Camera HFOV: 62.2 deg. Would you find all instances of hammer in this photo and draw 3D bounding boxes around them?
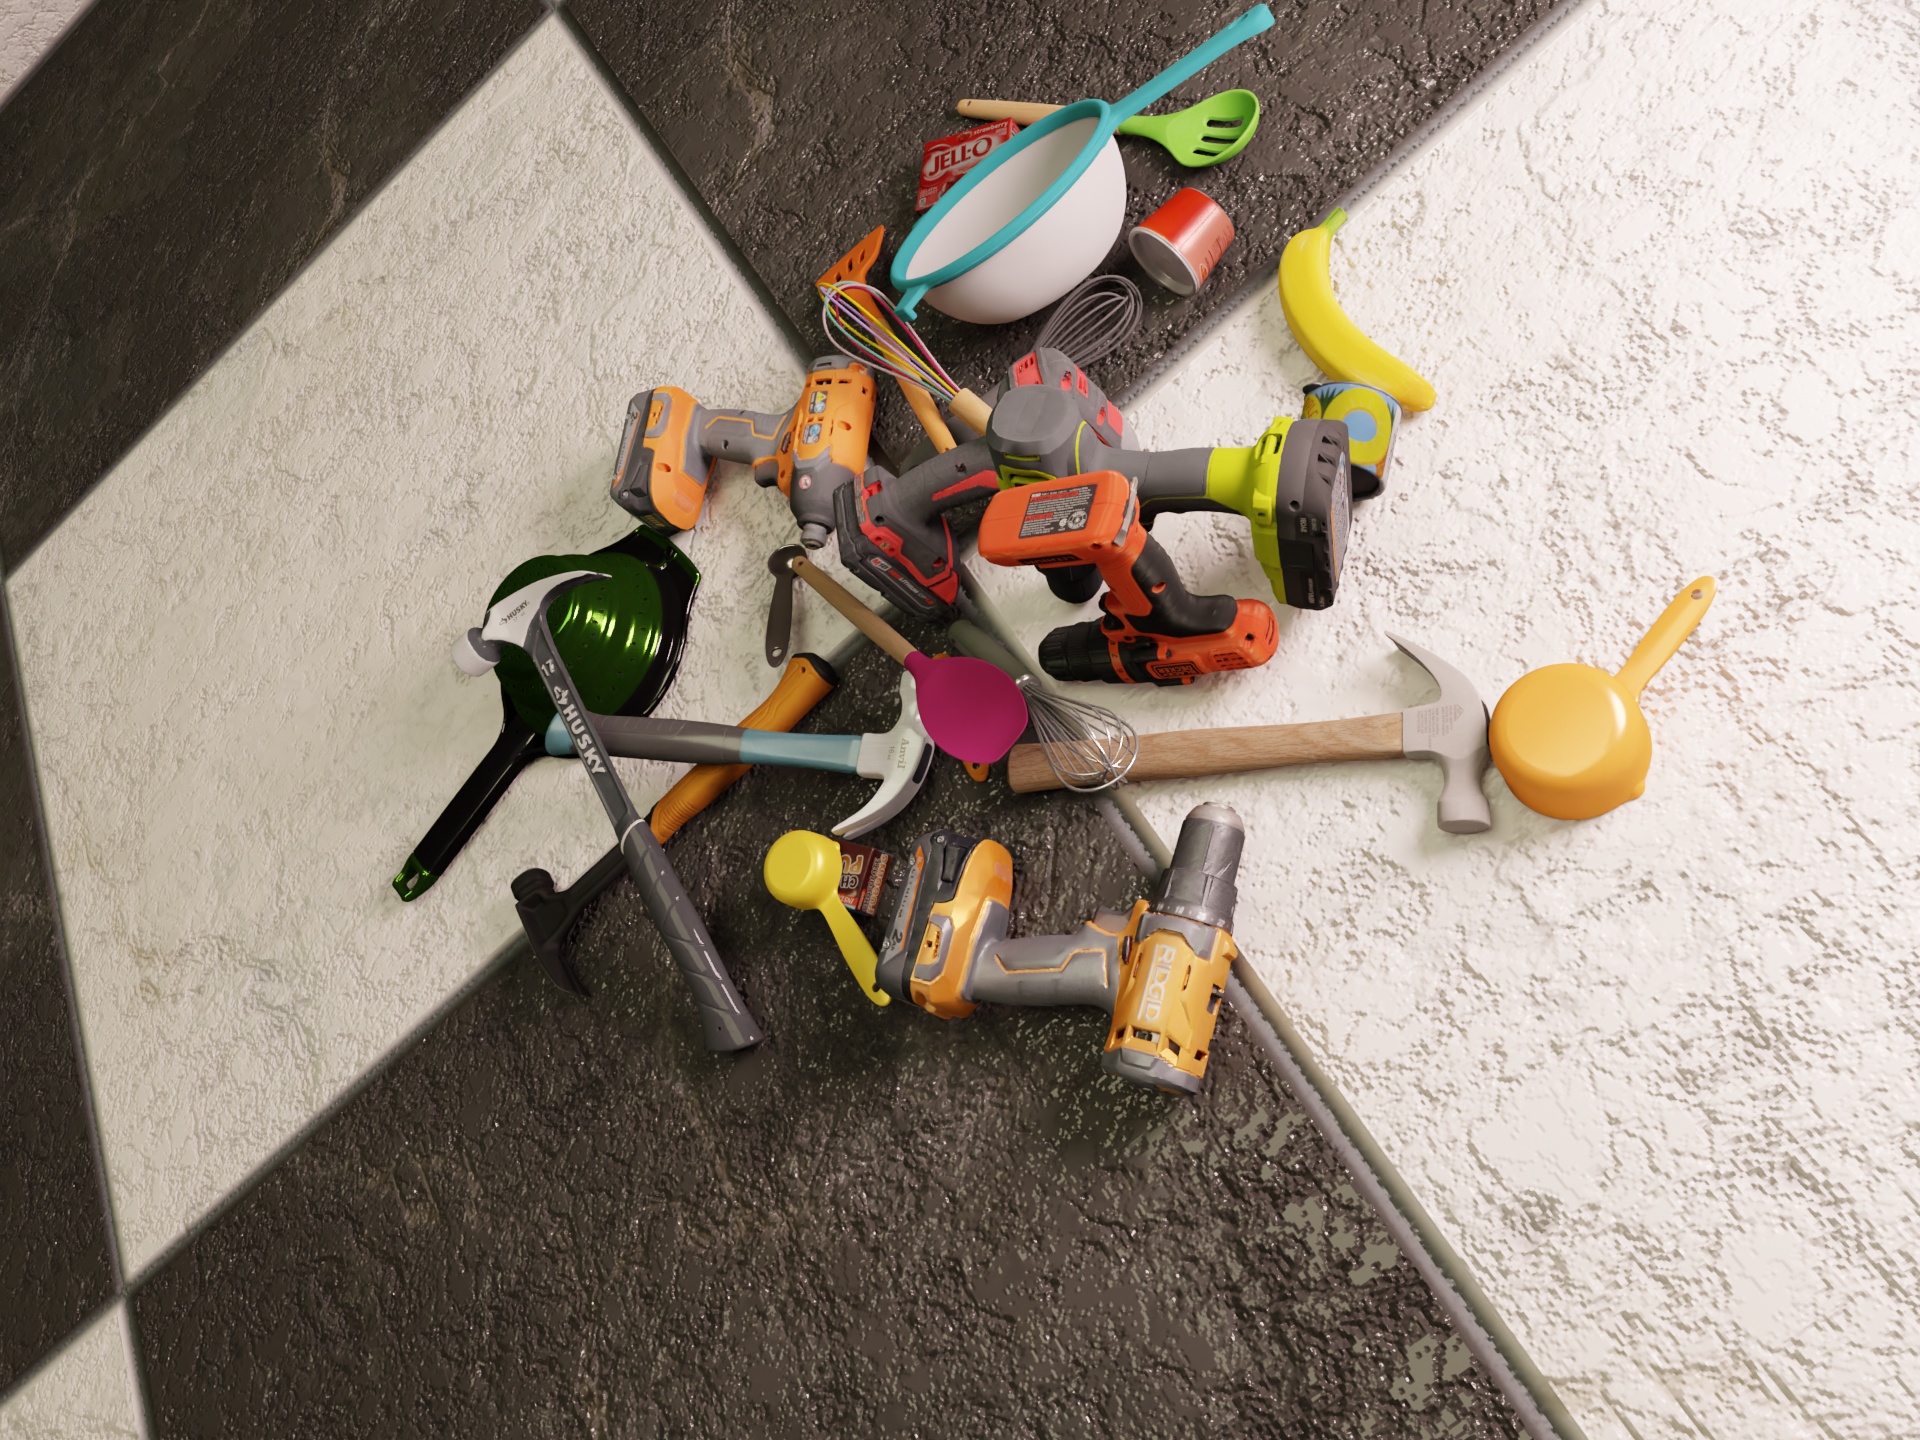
[{"bbox_3d":[-0.255,0.069,1.219,0.149,0.036,0.409,-35,75,20],"label":"hammer"},{"bbox_3d":[-0.224,0.073,1.277,0.337,0.034,0.127,-43,54,9],"label":"hammer"},{"bbox_3d":[-0.177,0.018,1.230,0.331,0.033,0.128,4,76,23],"label":"hammer"},{"bbox_3d":[0.181,0.017,1.054,0.331,0.031,0.130,-6,68,30],"label":"hammer"}]

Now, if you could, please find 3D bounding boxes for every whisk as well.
[{"bbox_3d":[0.042,-0.264,1.249,0.239,0.055,0.055,-37,55,18],"label":"whisk"},{"bbox_3d":[0.049,-0.017,1.112,0.059,0.057,0.247,-41,37,-4],"label":"whisk"},{"bbox_3d":[-0.018,-0.263,1.235,0.245,0.047,0.051,41,50,8],"label":"whisk"}]

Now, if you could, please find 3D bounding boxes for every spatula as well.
[{"bbox_3d":[-0.054,-0.309,1.318,0.081,0.041,0.323,-37,53,16],"label":"spatula"}]

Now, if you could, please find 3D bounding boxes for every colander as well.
[{"bbox_3d":[-0.393,-0.012,1.379,0.205,0.094,0.397,40,93,37],"label":"colander"}]

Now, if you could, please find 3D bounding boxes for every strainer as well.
[{"bbox_3d":[0.105,-0.407,1.218,0.340,0.095,0.211,-29,30,23],"label":"strainer"}]

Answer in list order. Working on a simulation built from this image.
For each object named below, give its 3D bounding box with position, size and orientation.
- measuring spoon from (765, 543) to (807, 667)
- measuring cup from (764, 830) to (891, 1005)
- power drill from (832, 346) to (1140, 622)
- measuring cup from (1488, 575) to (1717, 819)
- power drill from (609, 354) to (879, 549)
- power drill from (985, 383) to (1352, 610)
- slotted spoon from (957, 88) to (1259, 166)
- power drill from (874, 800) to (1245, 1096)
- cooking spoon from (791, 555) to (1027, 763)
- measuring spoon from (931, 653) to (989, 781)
[{"bbox_3d":[-0.143,-0.091,1.295,0.034,0.018,0.124,-7,56,15],"label":"measuring spoon"},{"bbox_3d":[-0.093,0.140,1.132,0.062,0.029,0.157,-44,54,11],"label":"measuring cup"},{"bbox_3d":[0.025,-0.169,1.168,0.219,0.143,0.079,-30,48,25],"label":"power drill"},{"bbox_3d":[0.382,-0.023,0.933,0.095,0.052,0.173,41,96,36],"label":"measuring cup"},{"bbox_3d":[-0.182,-0.215,1.346,0.226,0.084,0.164,-2,70,27],"label":"power drill"},{"bbox_3d":[0.140,-0.136,1.067,0.228,0.190,0.080,8,60,21],"label":"power drill"},{"bbox_3d":[0.115,-0.496,1.313,0.314,0.031,0.070,23,83,38],"label":"slotted spoon"},{"bbox_3d":[0.073,0.130,1.045,0.226,0.084,0.185,10,75,30],"label":"power drill"},{"bbox_3d":[-0.048,-0.056,1.183,0.069,0.017,0.319,-50,45,1],"label":"cooking spoon"},{"bbox_3d":[-0.002,-0.004,1.186,0.021,0.011,0.117,-31,57,17],"label":"measuring spoon"}]
